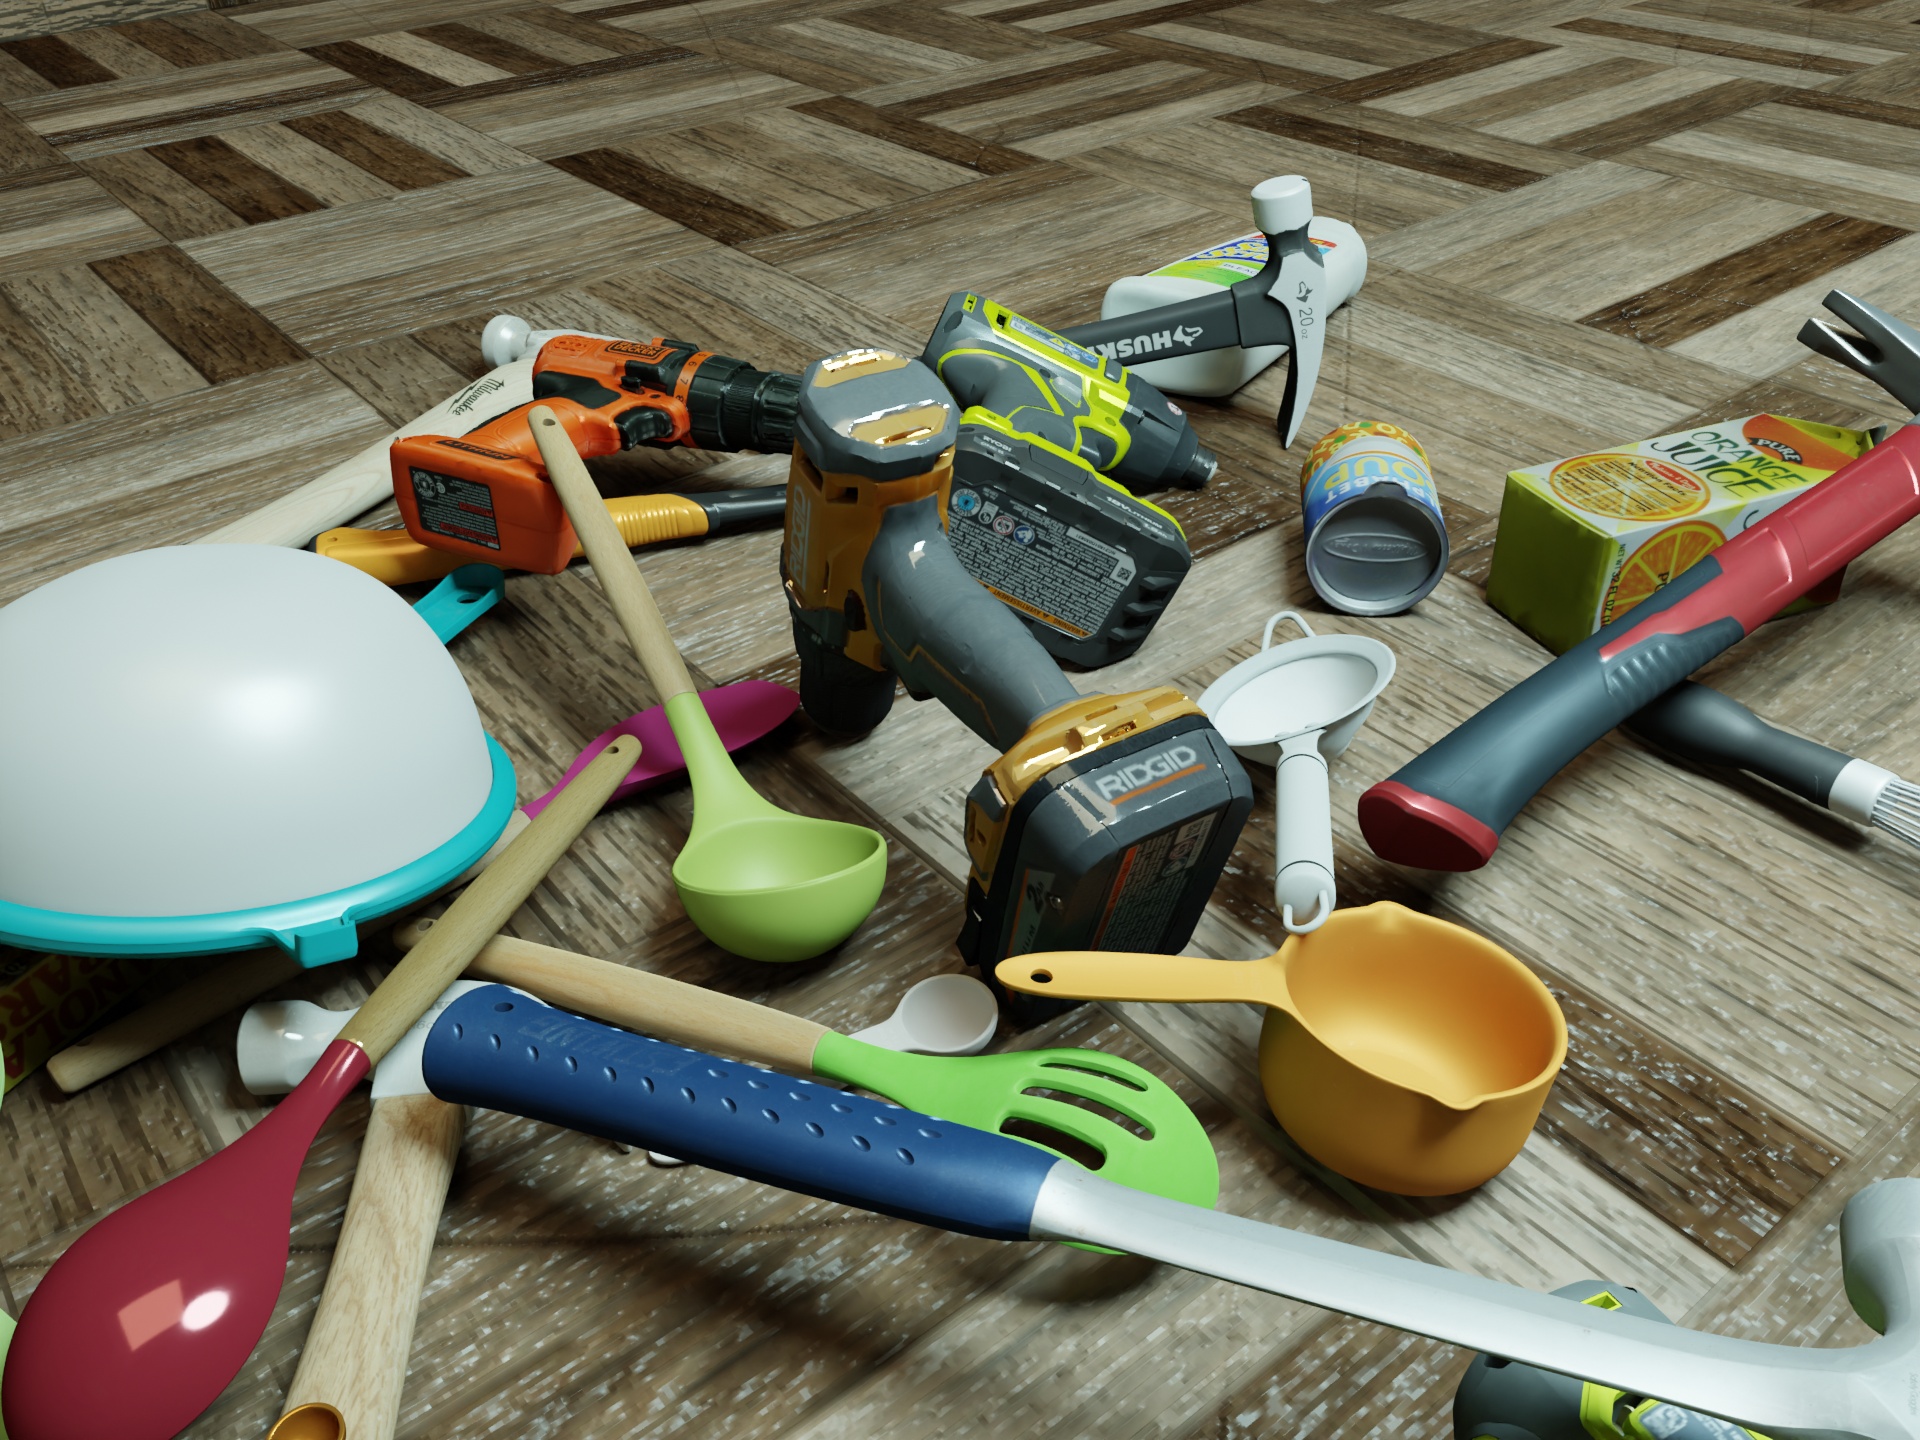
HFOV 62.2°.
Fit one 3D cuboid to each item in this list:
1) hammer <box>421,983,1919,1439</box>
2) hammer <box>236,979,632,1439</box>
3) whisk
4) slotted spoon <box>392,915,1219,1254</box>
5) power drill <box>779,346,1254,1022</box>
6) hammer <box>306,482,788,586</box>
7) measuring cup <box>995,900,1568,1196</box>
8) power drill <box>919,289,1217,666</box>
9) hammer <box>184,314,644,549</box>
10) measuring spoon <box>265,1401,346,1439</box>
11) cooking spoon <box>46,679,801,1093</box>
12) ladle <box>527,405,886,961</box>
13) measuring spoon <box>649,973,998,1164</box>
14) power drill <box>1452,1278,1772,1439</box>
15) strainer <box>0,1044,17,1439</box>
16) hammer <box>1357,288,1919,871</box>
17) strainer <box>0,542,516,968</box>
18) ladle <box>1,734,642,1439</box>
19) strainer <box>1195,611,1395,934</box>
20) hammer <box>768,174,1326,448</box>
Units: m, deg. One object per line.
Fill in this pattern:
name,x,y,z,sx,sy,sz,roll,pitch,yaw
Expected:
hammer,0.030,0.125,0.396,0.405,0.035,0.144,8,26,24
hammer,-0.162,0.191,0.416,0.130,0.031,0.332,-4,35,-2
whisk,0.363,0.040,0.582,0.070,0.070,0.285,-23,36,-27
slotted spoon,-0.068,0.103,0.519,0.314,0.031,0.070,10,35,26
power drill,-0.001,-0.002,0.595,0.084,0.185,0.226,-20,58,-24
hammer,-0.165,-0.101,0.832,0.337,0.034,0.127,-10,35,-10
measuring cup,0.095,0.101,0.494,0.173,0.052,0.095,4,30,-1
power drill,0.052,-0.127,0.797,0.171,0.080,0.223,25,33,-8
hammer,-0.326,-0.131,0.883,0.146,0.038,0.411,16,39,23
measuring spoon,-0.173,0.210,0.357,0.021,0.011,0.117,5,40,13
cooking spoon,-0.193,0.054,0.625,0.319,0.017,0.069,-31,34,-34
ladle,-0.120,-0.034,0.642,0.078,0.062,0.320,-13,53,-28
measuring spoon,-0.044,0.120,0.529,0.124,0.018,0.034,-22,41,-15
power drill,0.119,0.229,0.307,0.228,0.080,0.191,-16,36,-23
strainer,-0.326,0.159,0.457,0.256,0.069,0.151,31,33,14
hammer,0.297,-0.060,0.646,0.386,0.038,0.143,-29,65,-23
strainer,-0.259,-0.035,0.628,0.211,0.095,0.340,9,25,6
ladle,-0.178,0.091,0.509,0.069,0.031,0.316,8,33,16
strainer,0.127,0.019,0.597,0.087,0.050,0.258,-18,16,17
hammer,0.041,-0.201,0.911,0.335,0.146,0.035,-10,34,9
